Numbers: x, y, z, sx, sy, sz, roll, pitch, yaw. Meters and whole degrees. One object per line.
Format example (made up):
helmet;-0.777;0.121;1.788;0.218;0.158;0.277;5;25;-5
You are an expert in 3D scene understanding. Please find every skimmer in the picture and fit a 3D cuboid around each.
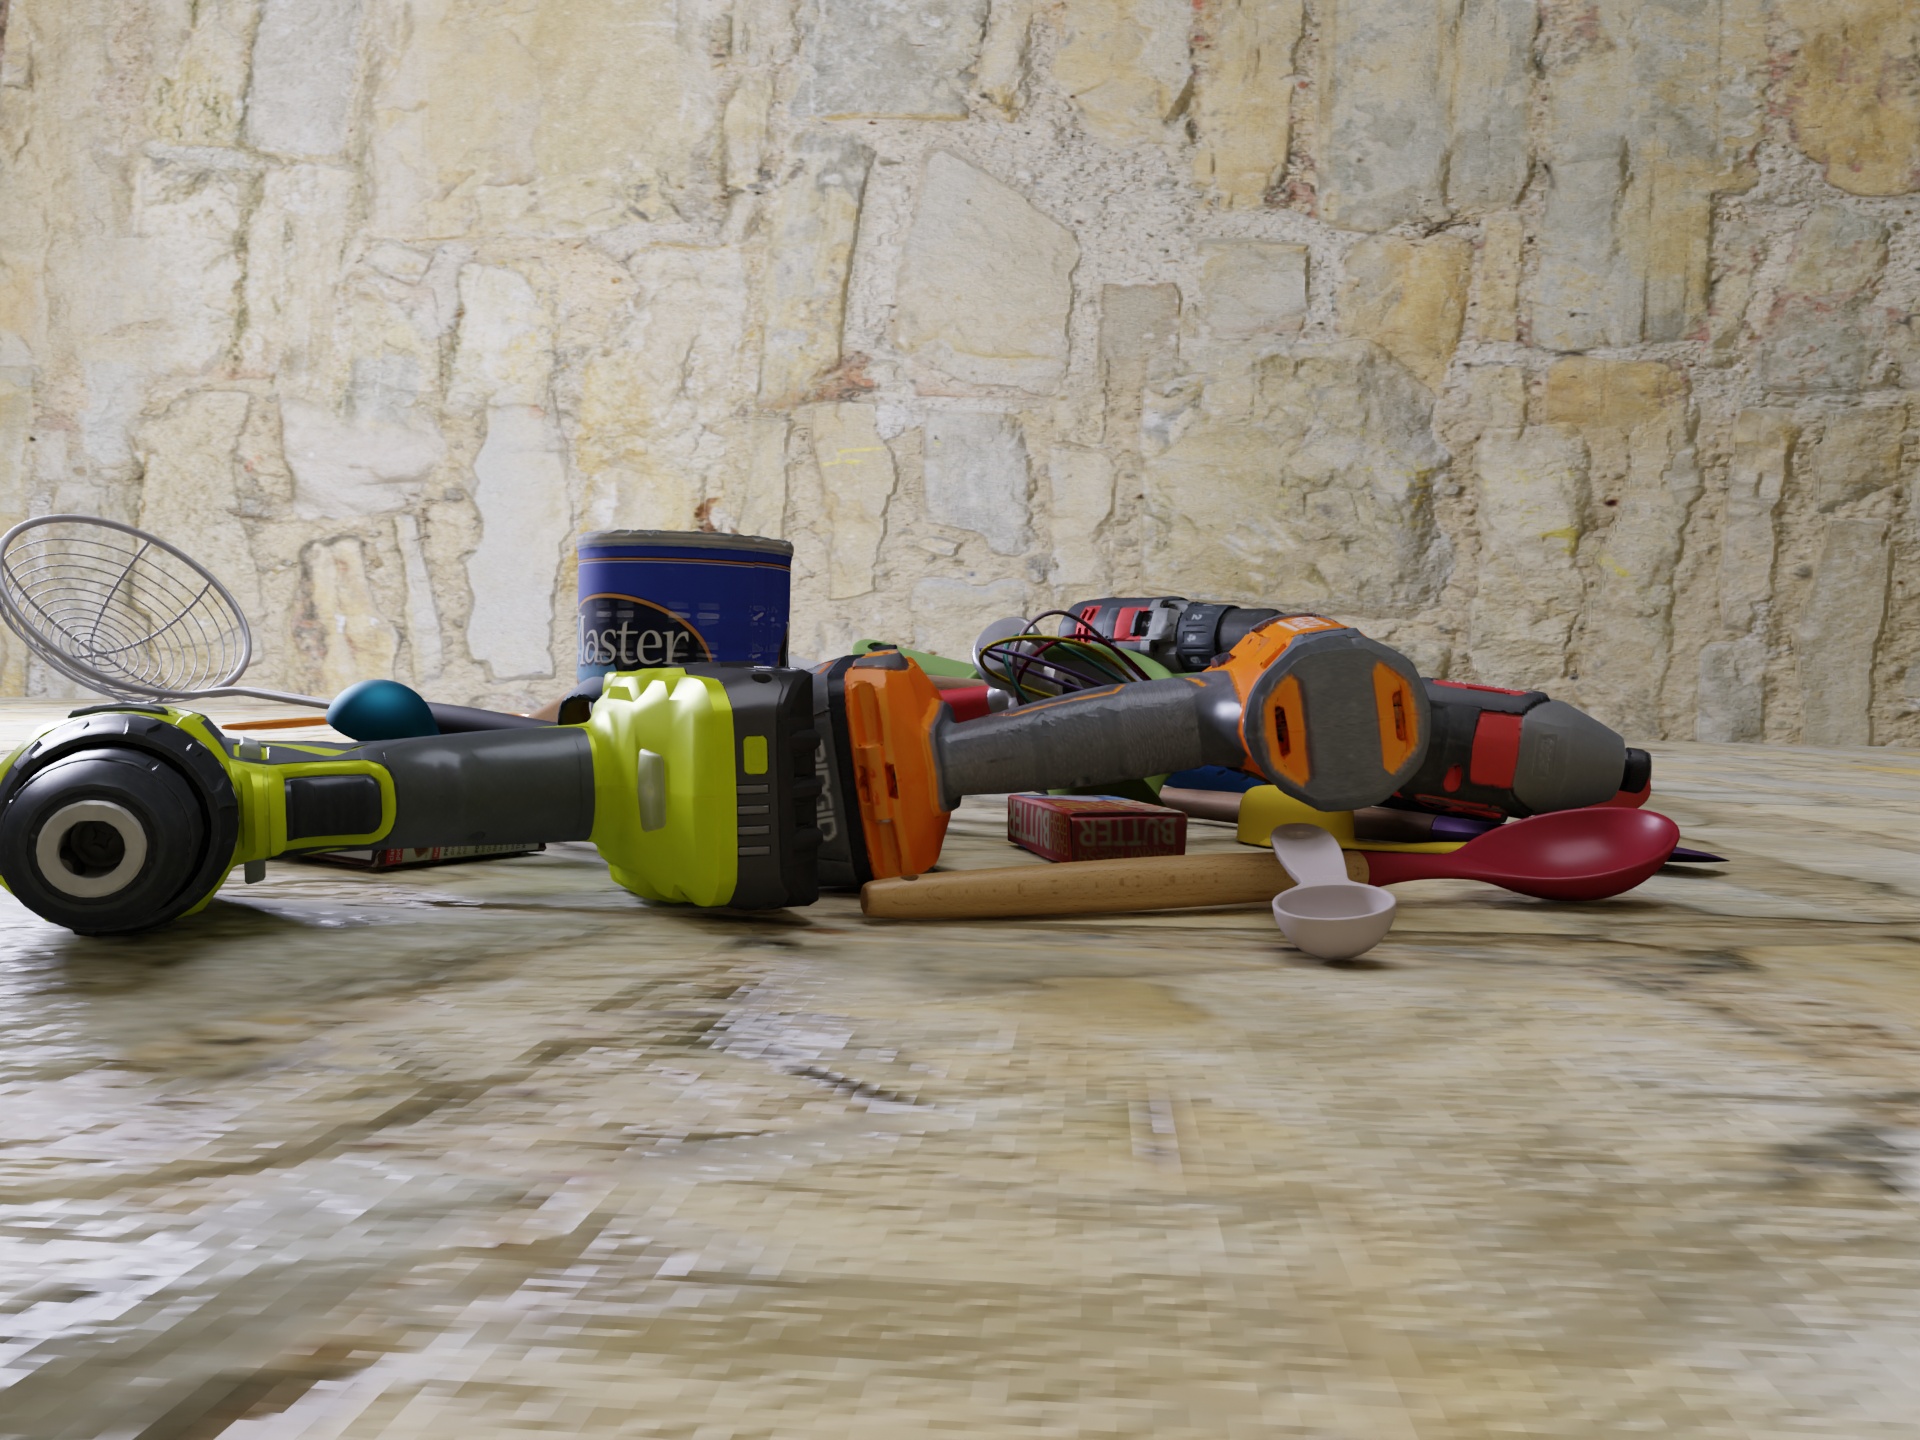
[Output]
skimmer;-0.312;-0.038;0.766;0.363;0.090;0.127;9;10;24

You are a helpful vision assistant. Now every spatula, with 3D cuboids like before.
spatula;0.218;0.053;0.801;0.316;0.018;0.059;4;-5;44

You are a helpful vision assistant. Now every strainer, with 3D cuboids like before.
strainer;0.030;-0.001;1.088;0.256;0.069;0.151;16;36;33

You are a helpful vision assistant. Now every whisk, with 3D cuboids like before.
whisk;0.101;0.000;0.758;0.244;0.047;0.051;20;33;-42

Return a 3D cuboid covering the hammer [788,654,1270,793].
hammer;-0.002;-0.003;0.975;0.405;0.035;0.144;14;42;19

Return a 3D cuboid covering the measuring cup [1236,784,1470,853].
measuring cup;0.204;0.047;0.753;0.156;0.029;0.062;0;0;38

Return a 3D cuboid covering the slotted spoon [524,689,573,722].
slotted spoon;-0.219;-0.002;0.860;0.070;0.031;0.314;-12;15;17

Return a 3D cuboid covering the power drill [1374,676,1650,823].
power drill;0.261;0.015;0.833;0.143;0.078;0.219;8;0;7

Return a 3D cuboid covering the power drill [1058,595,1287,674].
power drill;0.202;-0.026;1.163;0.188;0.080;0.226;2;-20;42

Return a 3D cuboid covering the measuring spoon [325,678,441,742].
measuring spoon;-0.185;0.010;0.625;0.128;0.021;0.042;20;12;0

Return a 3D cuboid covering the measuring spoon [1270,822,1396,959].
measuring spoon;0.111;0.052;0.495;0.034;0.018;0.124;-4;8;7

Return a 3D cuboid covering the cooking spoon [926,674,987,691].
cooking spoon;0.082;-0.010;1.009;0.319;0.017;0.069;6;34;17

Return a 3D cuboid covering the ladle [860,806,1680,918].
ladle;0.117;0.053;0.553;0.315;0.031;0.069;-1;8;-21

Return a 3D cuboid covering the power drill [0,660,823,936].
power drill;-0.162;0.024;0.479;0.228;0.080;0.190;-2;2;-24

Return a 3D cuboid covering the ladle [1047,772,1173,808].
ladle;0.153;-0.002;0.886;0.320;0.062;0.078;-19;58;-47

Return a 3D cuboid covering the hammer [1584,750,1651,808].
hammer;0.444;0.040;1.165;0.149;0.037;0.359;2;1;17

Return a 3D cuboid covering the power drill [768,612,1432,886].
power drill;0.051;0.003;0.613;0.226;0.084;0.164;-8;6;5

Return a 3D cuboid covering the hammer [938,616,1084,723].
hammer;-0.104;0.018;0.932;0.386;0.038;0.143;-6;-39;27

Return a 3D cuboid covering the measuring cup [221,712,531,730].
measuring cup;-0.313;0.022;0.870;0.173;0.052;0.095;-2;4;-42
